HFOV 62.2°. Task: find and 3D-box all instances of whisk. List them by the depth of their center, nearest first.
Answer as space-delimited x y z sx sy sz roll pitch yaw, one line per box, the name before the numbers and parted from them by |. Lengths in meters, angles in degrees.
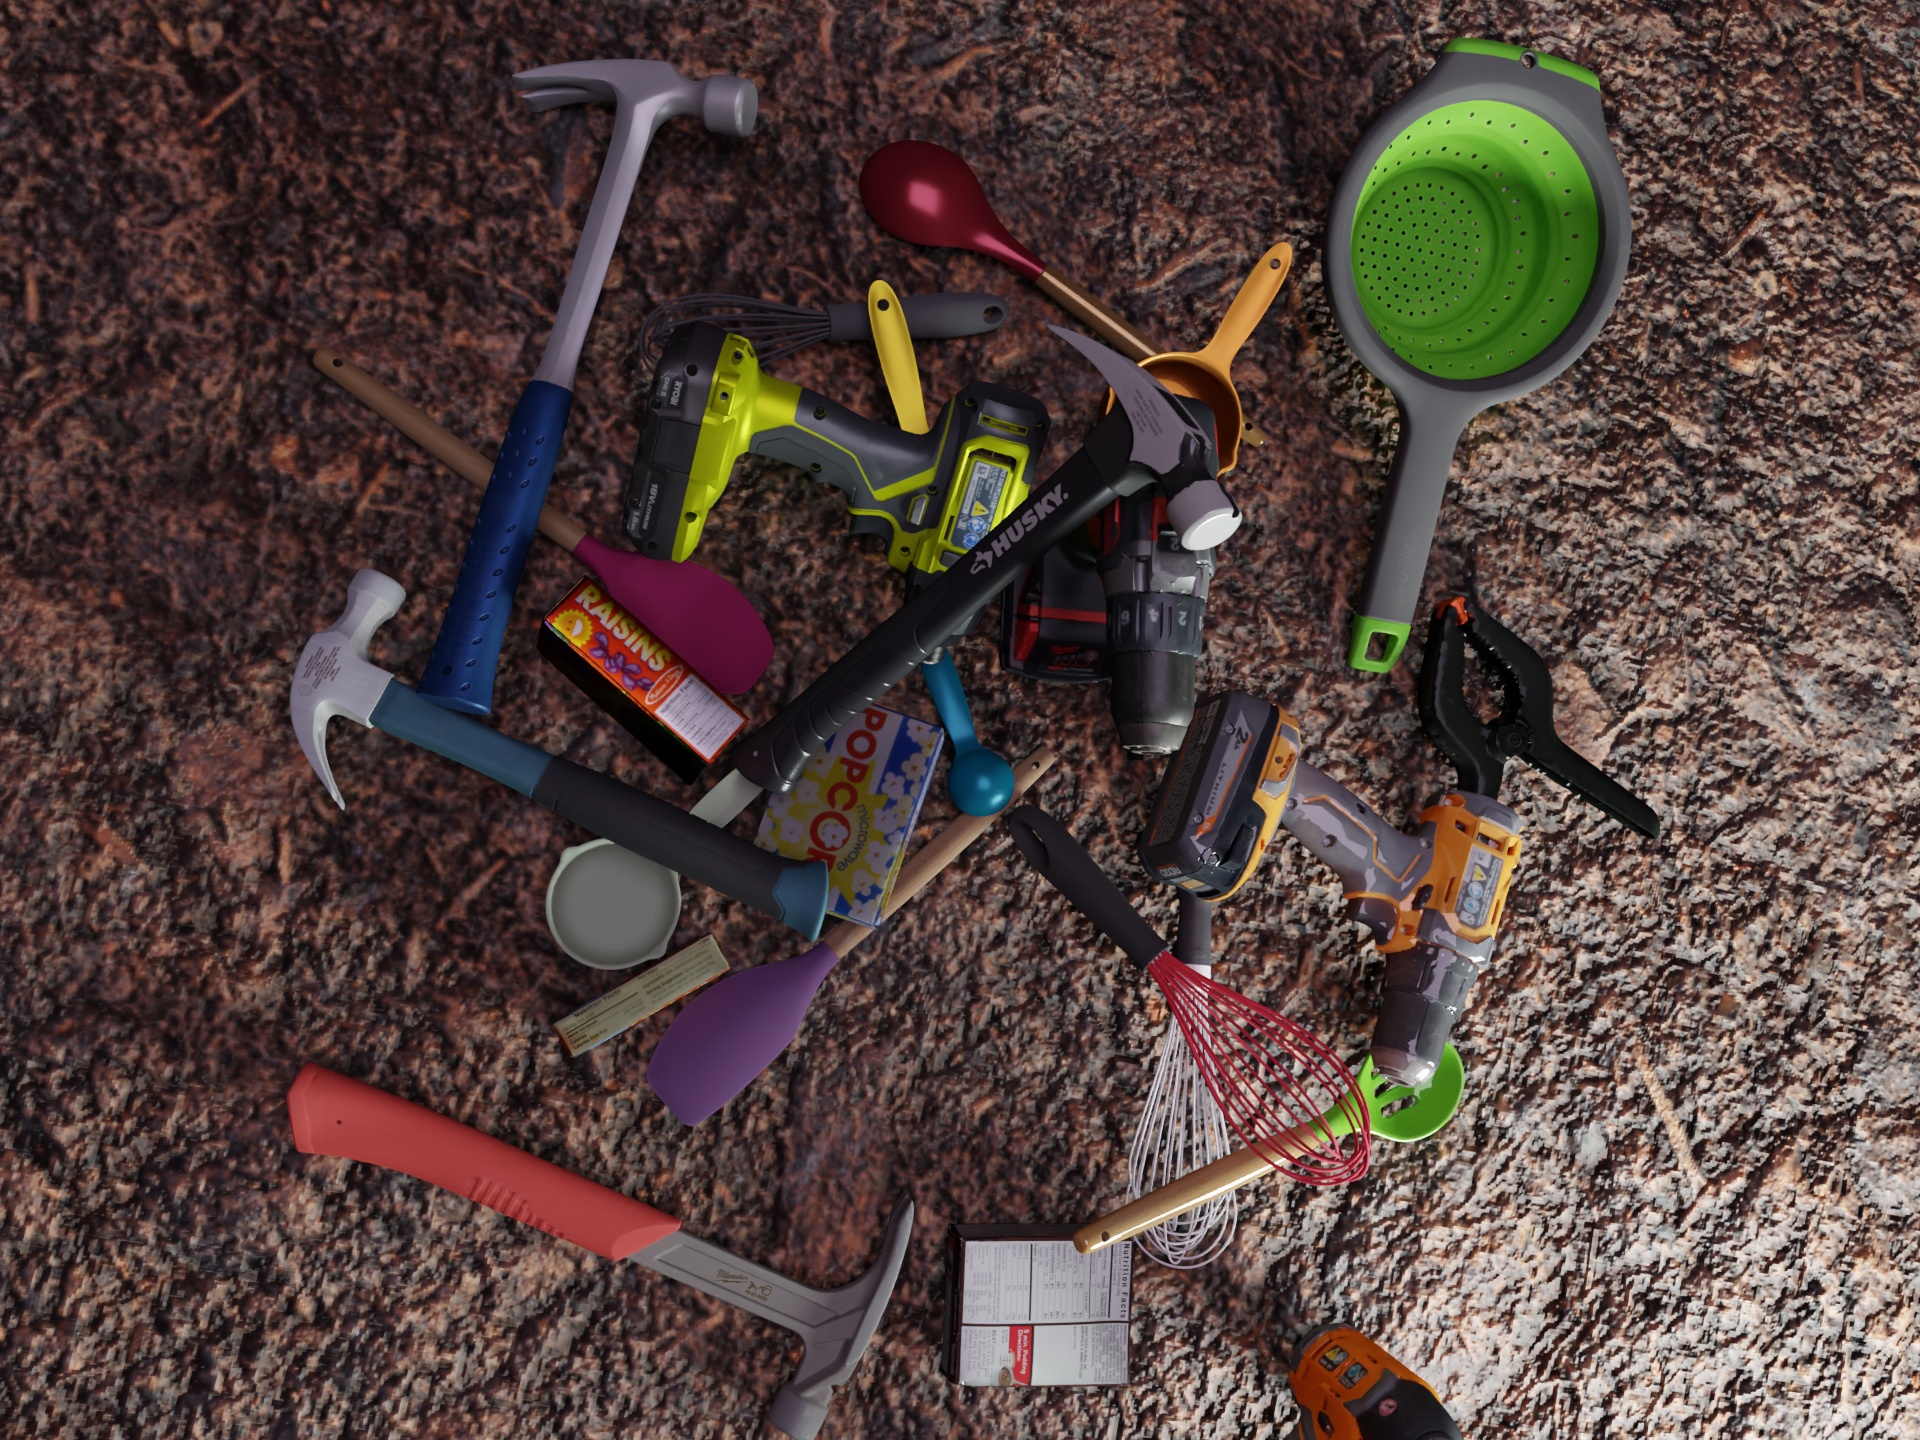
whisk | 0.131 0.156 0.947 0.073 0.073 0.296 -40 69 -13
whisk | -0.081 -0.243 0.987 0.239 0.055 0.055 -10 87 -17
whisk | 0.144 0.193 0.990 0.070 0.070 0.285 7 79 -11

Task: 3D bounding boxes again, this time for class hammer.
hammer | -0.011 -0.066 0.857 0.035 0.334 0.146 11 47 -51
hammer | -0.223 0.037 0.904 0.331 0.033 0.128 25 70 -1
hammer | -0.209 0.275 0.915 0.359 0.037 0.149 27 80 -9
hammer | -0.238 -0.202 0.917 0.144 0.035 0.406 12 78 8

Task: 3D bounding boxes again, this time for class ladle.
ladle | 0.072 -0.273 1.031 0.315 0.031 0.069 34 81 -9

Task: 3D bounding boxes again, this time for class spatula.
spatula | -0.061 0.121 0.970 0.316 0.018 0.060 -41 86 -12

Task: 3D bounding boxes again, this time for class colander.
colander | 0.305 -0.232 1.055 0.204 0.094 0.397 9 101 -12

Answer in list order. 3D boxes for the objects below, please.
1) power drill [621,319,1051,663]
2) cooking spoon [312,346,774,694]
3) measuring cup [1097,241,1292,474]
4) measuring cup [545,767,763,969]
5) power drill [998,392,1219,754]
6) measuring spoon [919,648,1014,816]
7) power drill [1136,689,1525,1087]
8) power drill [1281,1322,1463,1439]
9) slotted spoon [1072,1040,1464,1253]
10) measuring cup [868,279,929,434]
power drill | -0.076 -0.133 0.937 0.223 0.080 0.171 15 114 -8
cooking spoon | -0.249 -0.122 0.951 0.319 0.017 0.069 36 69 -7
measuring cup | 0.153 -0.225 1.010 0.095 0.052 0.173 32 95 -10
measuring cup | -0.171 0.078 0.942 0.167 0.038 0.083 -43 91 -17
power drill | 0.086 -0.069 0.911 0.080 0.226 0.188 4 84 -12
measuring spoon | -0.002 -0.003 0.983 0.042 0.021 0.129 -19 80 -10
power drill | 0.225 0.102 0.969 0.226 0.084 0.185 25 73 -11
power drill | 0.187 0.460 0.919 0.226 0.164 0.084 -39 94 -11
slotted spoon | 0.192 0.257 0.961 0.313 0.031 0.070 -13 87 -33
measuring cup | -0.034 -0.193 0.988 0.062 0.029 0.156 -15 97 -8
